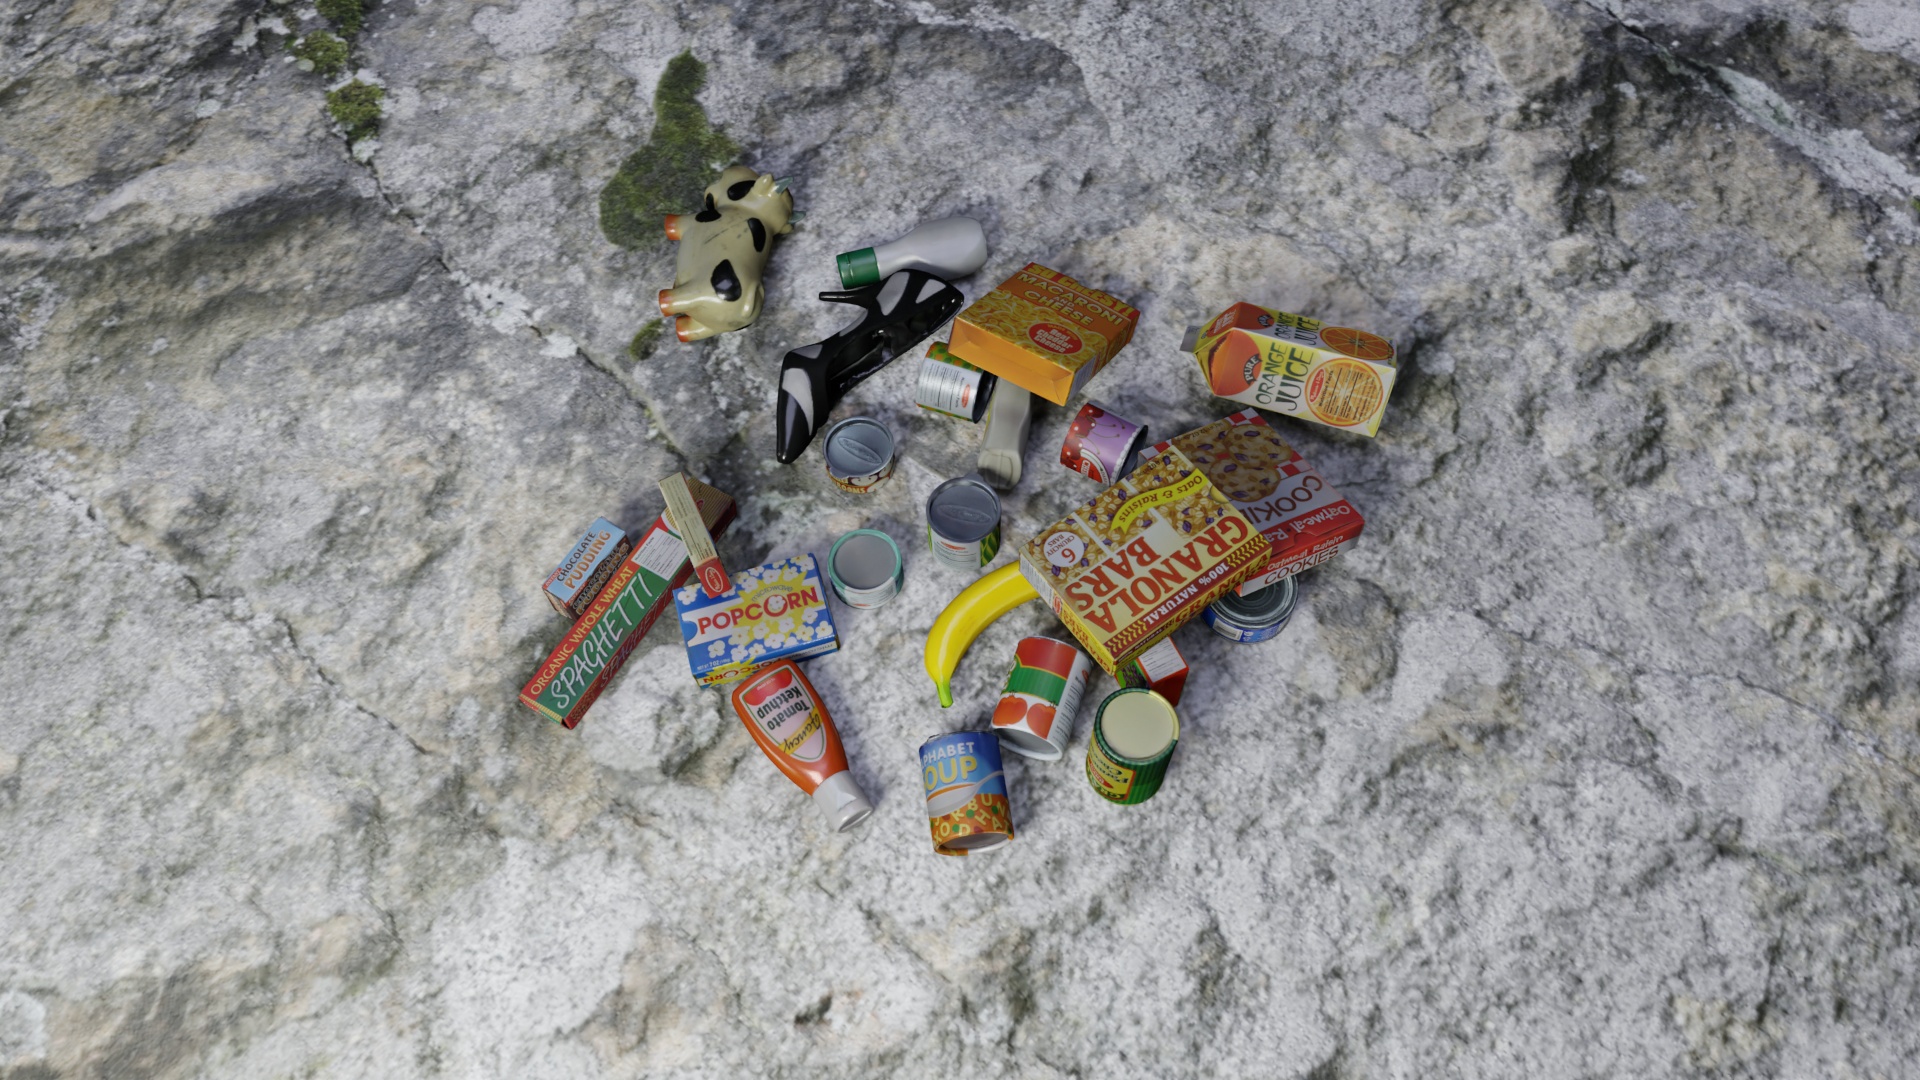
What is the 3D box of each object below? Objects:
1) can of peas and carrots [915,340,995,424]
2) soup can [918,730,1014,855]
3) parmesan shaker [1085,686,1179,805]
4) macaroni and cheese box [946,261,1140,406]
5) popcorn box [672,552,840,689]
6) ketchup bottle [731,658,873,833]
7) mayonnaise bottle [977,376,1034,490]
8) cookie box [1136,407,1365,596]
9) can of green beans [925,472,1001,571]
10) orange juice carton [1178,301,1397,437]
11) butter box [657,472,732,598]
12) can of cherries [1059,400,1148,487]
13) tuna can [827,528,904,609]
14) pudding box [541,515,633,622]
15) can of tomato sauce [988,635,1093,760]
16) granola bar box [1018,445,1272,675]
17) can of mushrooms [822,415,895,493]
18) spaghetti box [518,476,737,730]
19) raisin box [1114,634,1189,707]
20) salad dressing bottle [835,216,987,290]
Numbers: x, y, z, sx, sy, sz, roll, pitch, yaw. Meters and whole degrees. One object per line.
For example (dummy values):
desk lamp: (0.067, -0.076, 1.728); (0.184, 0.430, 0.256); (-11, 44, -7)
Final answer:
can of peas and carrots: (-0.003, -0.149, 1.302); (0.059, 0.070, 0.071); (17, 63, 10)
soup can: (0.003, 0.201, 1.108); (0.071, 0.071, 0.084); (-8, 62, -3)
parmesan shaker: (0.134, 0.162, 1.109); (0.071, 0.102, 0.071); (0, 62, 1)
macaroni and cheese box: (0.082, -0.198, 1.300); (0.124, 0.040, 0.167); (27, 38, 14)
popcorn box: (-0.175, 0.069, 1.201); (0.127, 0.038, 0.085); (-15, 63, -7)
ketchup bottle: (-0.126, 0.171, 1.142); (0.065, 0.043, 0.149); (-32, 66, -15)
mayonnaise bottle: (0.046, -0.120, 1.287); (0.041, 0.064, 0.149); (9, 53, 3)
cookie box: (0.252, -0.038, 1.223); (0.123, 0.040, 0.168); (-21, 49, -17)
can of green beans: (0.003, -0.014, 1.231); (0.071, 0.057, 0.071); (0, 62, 1)
orange juice carton: (0.300, -0.165, 1.287); (0.193, 0.072, 0.072); (16, 33, 9)
butter box: (-0.228, -0.005, 1.194); (0.024, 0.053, 0.104); (-24, 57, -10)
can of cherries: (0.129, -0.085, 1.264); (0.058, 0.071, 0.072); (26, 65, 14)
tuna can: (-0.084, 0.023, 1.227); (0.071, 0.032, 0.071); (0, 62, 0)
pudding box: (-0.326, 0.025, 1.220); (0.030, 0.049, 0.084); (29, 66, 14)
can of tomato sauce: (0.064, 0.131, 1.149); (0.071, 0.071, 0.083); (17, 64, 10)
granola bar box: (0.149, 0.013, 1.127); (0.166, 0.039, 0.124); (-34, 65, -15)
can of mushrooms: (-0.095, -0.077, 1.281); (0.071, 0.033, 0.071); (0, 62, 0)
spaghetti box: (-0.287, 0.052, 1.216); (0.050, 0.028, 0.251); (27, 65, 14)
raisin box: (0.142, 0.079, 1.164); (0.040, 0.085, 0.124); (-24, 64, -10)
salad dressing bottle: (-0.049, -0.284, 1.387); (0.148, 0.043, 0.064); (-13, 64, -5)
